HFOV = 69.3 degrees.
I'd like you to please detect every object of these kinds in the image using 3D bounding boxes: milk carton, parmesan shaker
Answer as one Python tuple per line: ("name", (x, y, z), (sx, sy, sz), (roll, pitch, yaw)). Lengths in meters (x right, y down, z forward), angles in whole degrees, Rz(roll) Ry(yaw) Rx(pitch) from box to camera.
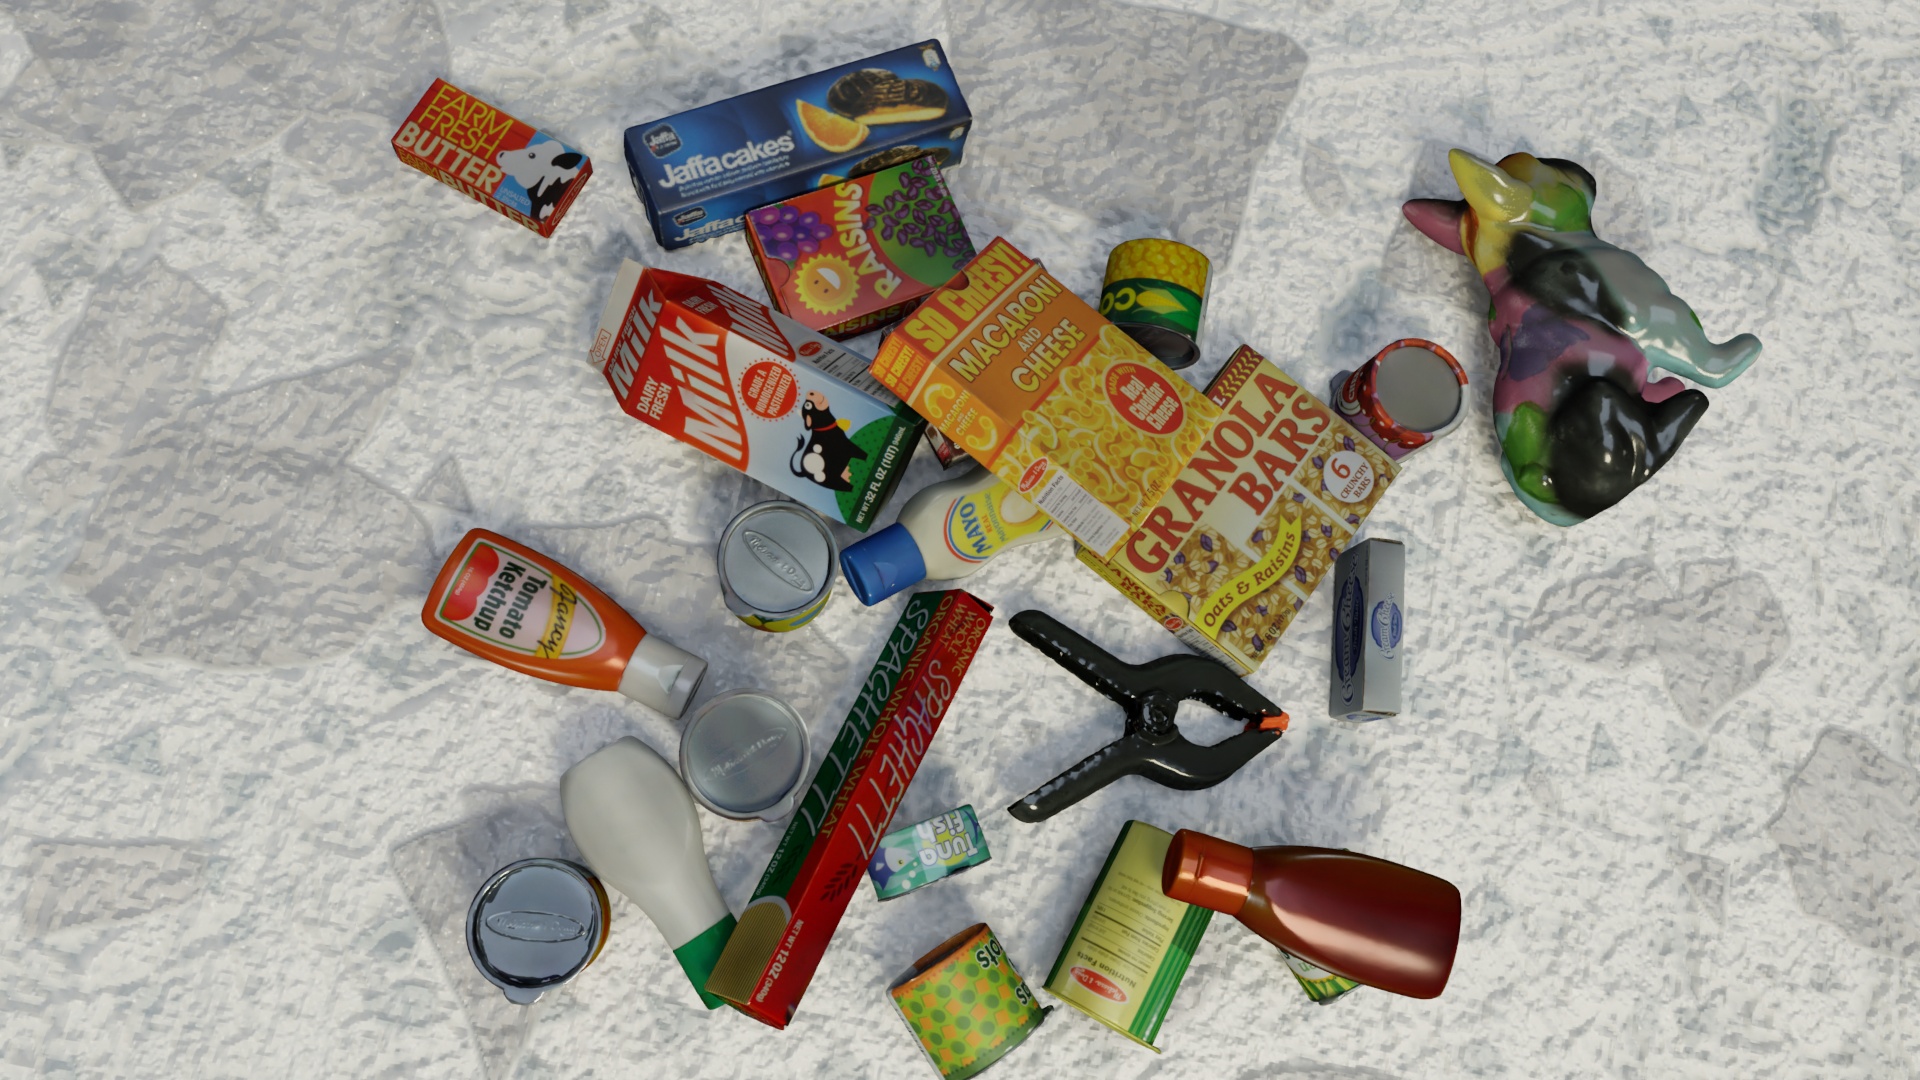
("milk carton", (-0.116, -0.086, 0.779), (0.191, 0.074, 0.072), (27, 112, 1))
("parmesan shaker", (0.100, 0.215, 0.758), (0.071, 0.071, 0.103), (30, 74, -1))

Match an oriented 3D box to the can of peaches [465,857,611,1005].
("can of peaches", (-0.217, 0.200, 0.719), (0.071, 0.058, 0.071), (2, 77, -9))

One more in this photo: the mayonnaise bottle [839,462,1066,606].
("mayonnaise bottle", (0.003, -0.010, 0.800), (0.148, 0.041, 0.064), (-28, 108, -19))

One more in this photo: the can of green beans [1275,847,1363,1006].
("can of green beans", (0.206, 0.213, 0.775), (0.071, 0.071, 0.058), (-32, 83, -14))

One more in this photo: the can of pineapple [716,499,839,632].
("can of pineapple", (-0.104, 0.017, 0.779), (0.071, 0.057, 0.071), (2, 77, -8))

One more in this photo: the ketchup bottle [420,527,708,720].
("ketchup bottle", (-0.213, 0.051, 0.763), (0.149, 0.043, 0.065), (26, 74, -2))

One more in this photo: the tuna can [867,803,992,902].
("tuna can", (-0.018, 0.168, 0.750), (0.071, 0.071, 0.033), (-19, 80, -12))

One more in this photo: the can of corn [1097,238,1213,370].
("can of corn", (0.115, -0.144, 0.845), (0.071, 0.071, 0.058), (13, 75, -5))

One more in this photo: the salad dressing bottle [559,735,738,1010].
("salad dressing bottle", (-0.157, 0.177, 0.742), (0.064, 0.044, 0.147), (-31, 85, -14))

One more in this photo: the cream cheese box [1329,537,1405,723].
("cream cheese box", (0.241, 0.055, 0.824), (0.024, 0.053, 0.104), (7, 76, -5))

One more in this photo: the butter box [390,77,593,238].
("butter box", (-0.278, -0.228, 0.829), (0.103, 0.024, 0.053), (28, 74, -2))

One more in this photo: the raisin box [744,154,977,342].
("raisin box", (-0.058, -0.172, 0.840), (0.123, 0.040, 0.086), (-20, 82, -12))

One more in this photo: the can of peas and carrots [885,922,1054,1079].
("can of peas and carrots", (0.004, 0.244, 0.737), (0.071, 0.070, 0.059), (-32, 83, -14))

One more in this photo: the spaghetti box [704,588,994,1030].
("spaghetti box", (-0.055, 0.133, 0.742), (0.028, 0.050, 0.251), (41, 62, -26))

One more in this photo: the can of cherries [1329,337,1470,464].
("can of cherries", (0.269, -0.086, 0.859), (0.071, 0.058, 0.071), (2, 77, -8))

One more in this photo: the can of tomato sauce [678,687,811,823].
("can of tomato sauce", (-0.113, 0.118, 0.741), (0.071, 0.083, 0.071), (2, 77, -8))

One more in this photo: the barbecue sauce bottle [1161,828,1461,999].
("barbecue sauce bottle", (0.180, 0.187, 0.720), (0.148, 0.043, 0.065), (17, 75, -2))

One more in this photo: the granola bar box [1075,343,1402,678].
("granola bar box", (0.169, -0.018, 0.838), (0.124, 0.039, 0.166), (39, 74, 2))

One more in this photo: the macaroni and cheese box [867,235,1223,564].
("macaroni and cheese box", (0.051, -0.083, 0.770), (0.166, 0.040, 0.124), (39, 47, 2))
